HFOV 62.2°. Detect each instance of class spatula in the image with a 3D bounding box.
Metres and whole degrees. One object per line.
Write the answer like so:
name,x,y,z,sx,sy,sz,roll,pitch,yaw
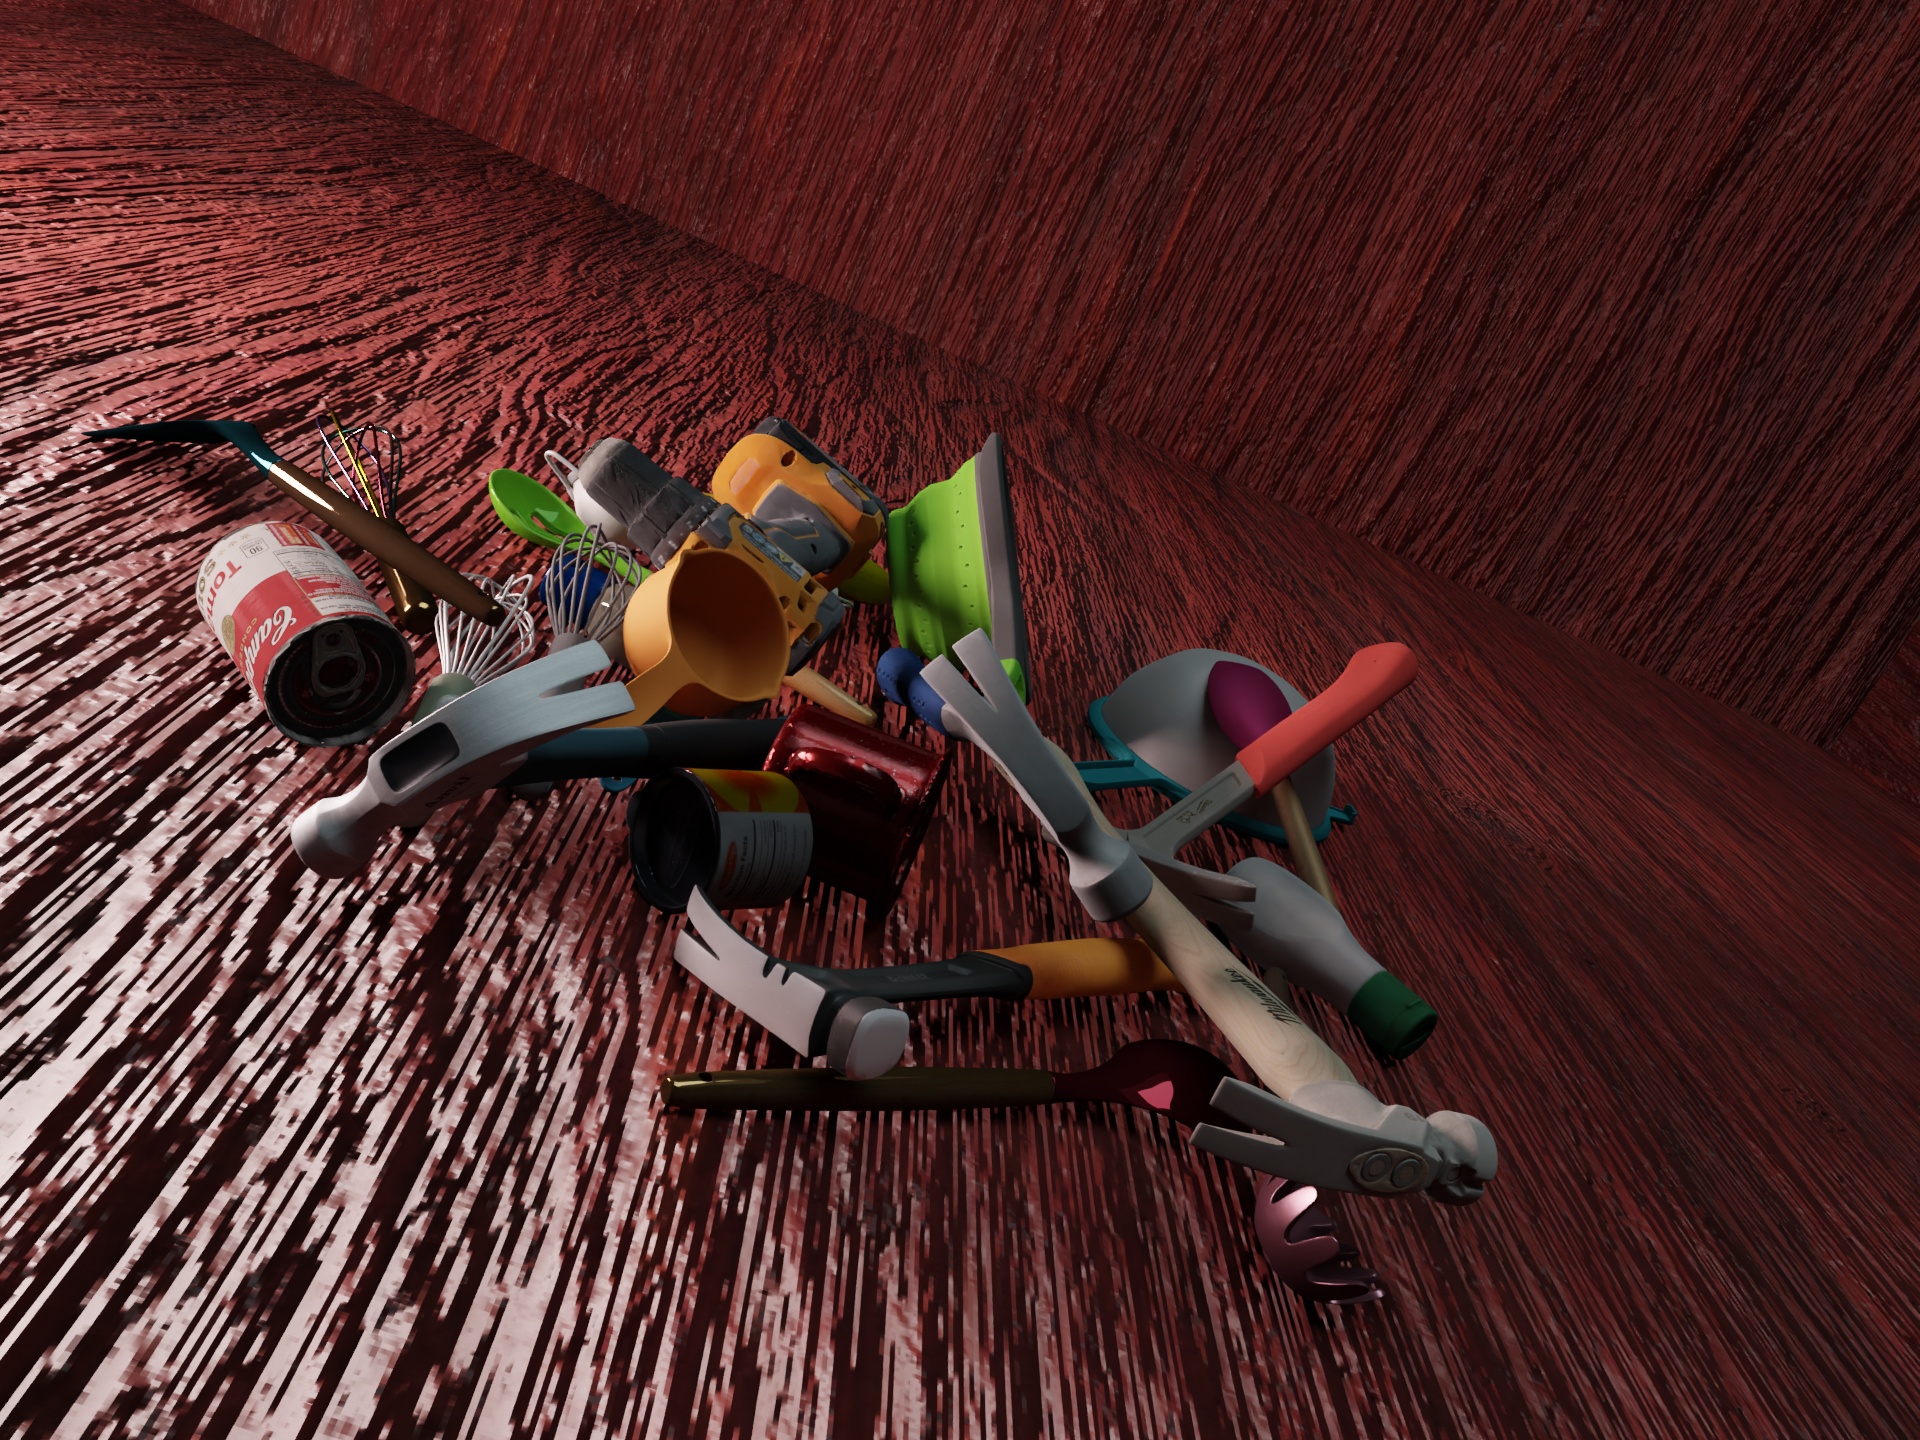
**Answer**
spatula,-0.358,-0.115,0.871,0.318,0.044,0.082,31,19,26

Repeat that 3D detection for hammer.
hammer,0.218,0.025,1.056,0.149,0.036,0.359,21,35,35
hammer,-0.152,0.015,0.746,0.033,0.128,0.331,59,16,10
hammer,-0.001,-0.003,0.896,0.144,0.035,0.406,56,-5,-15
hammer,0.092,0.096,0.807,0.146,0.038,0.411,18,16,-27
hammer,0.024,0.120,0.766,0.127,0.034,0.336,24,11,40

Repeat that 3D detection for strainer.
strainer,0.176,0.004,1.186,0.211,0.095,0.340,36,20,28
strainer,-0.186,-0.125,1.157,0.258,0.050,0.087,20,-21,-31

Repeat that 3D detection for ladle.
ladle,0.015,0.159,0.688,0.315,0.031,0.069,9,24,-36

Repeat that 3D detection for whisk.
whisk,-0.249,-0.017,0.789,0.057,0.059,0.247,48,14,-24
whisk,-0.208,-0.034,0.845,0.055,0.055,0.239,20,33,-15
whisk,-0.344,-0.120,0.950,0.051,0.047,0.245,-2,36,-32

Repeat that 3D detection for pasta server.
pasta server,0.165,0.186,0.783,0.060,0.040,0.316,56,16,-7

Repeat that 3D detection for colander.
colander,-0.005,-0.077,1.115,0.094,0.204,0.397,-7,22,4

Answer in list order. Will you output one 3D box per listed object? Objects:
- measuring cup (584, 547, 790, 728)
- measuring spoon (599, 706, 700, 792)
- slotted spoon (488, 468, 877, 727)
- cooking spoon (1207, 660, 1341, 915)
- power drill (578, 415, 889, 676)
measuring cup,-0.162,-0.024,0.848,0.095,0.052,0.174,58,42,-15
measuring spoon,-0.174,0.011,0.859,0.042,0.021,0.129,37,26,-10
slotted spoon,-0.187,-0.078,1.053,0.314,0.031,0.070,32,20,11
cooking spoon,0.225,0.062,1.078,0.068,0.017,0.319,11,40,-16
power drill,-0.145,-0.135,1.056,0.185,0.084,0.226,40,23,-8
